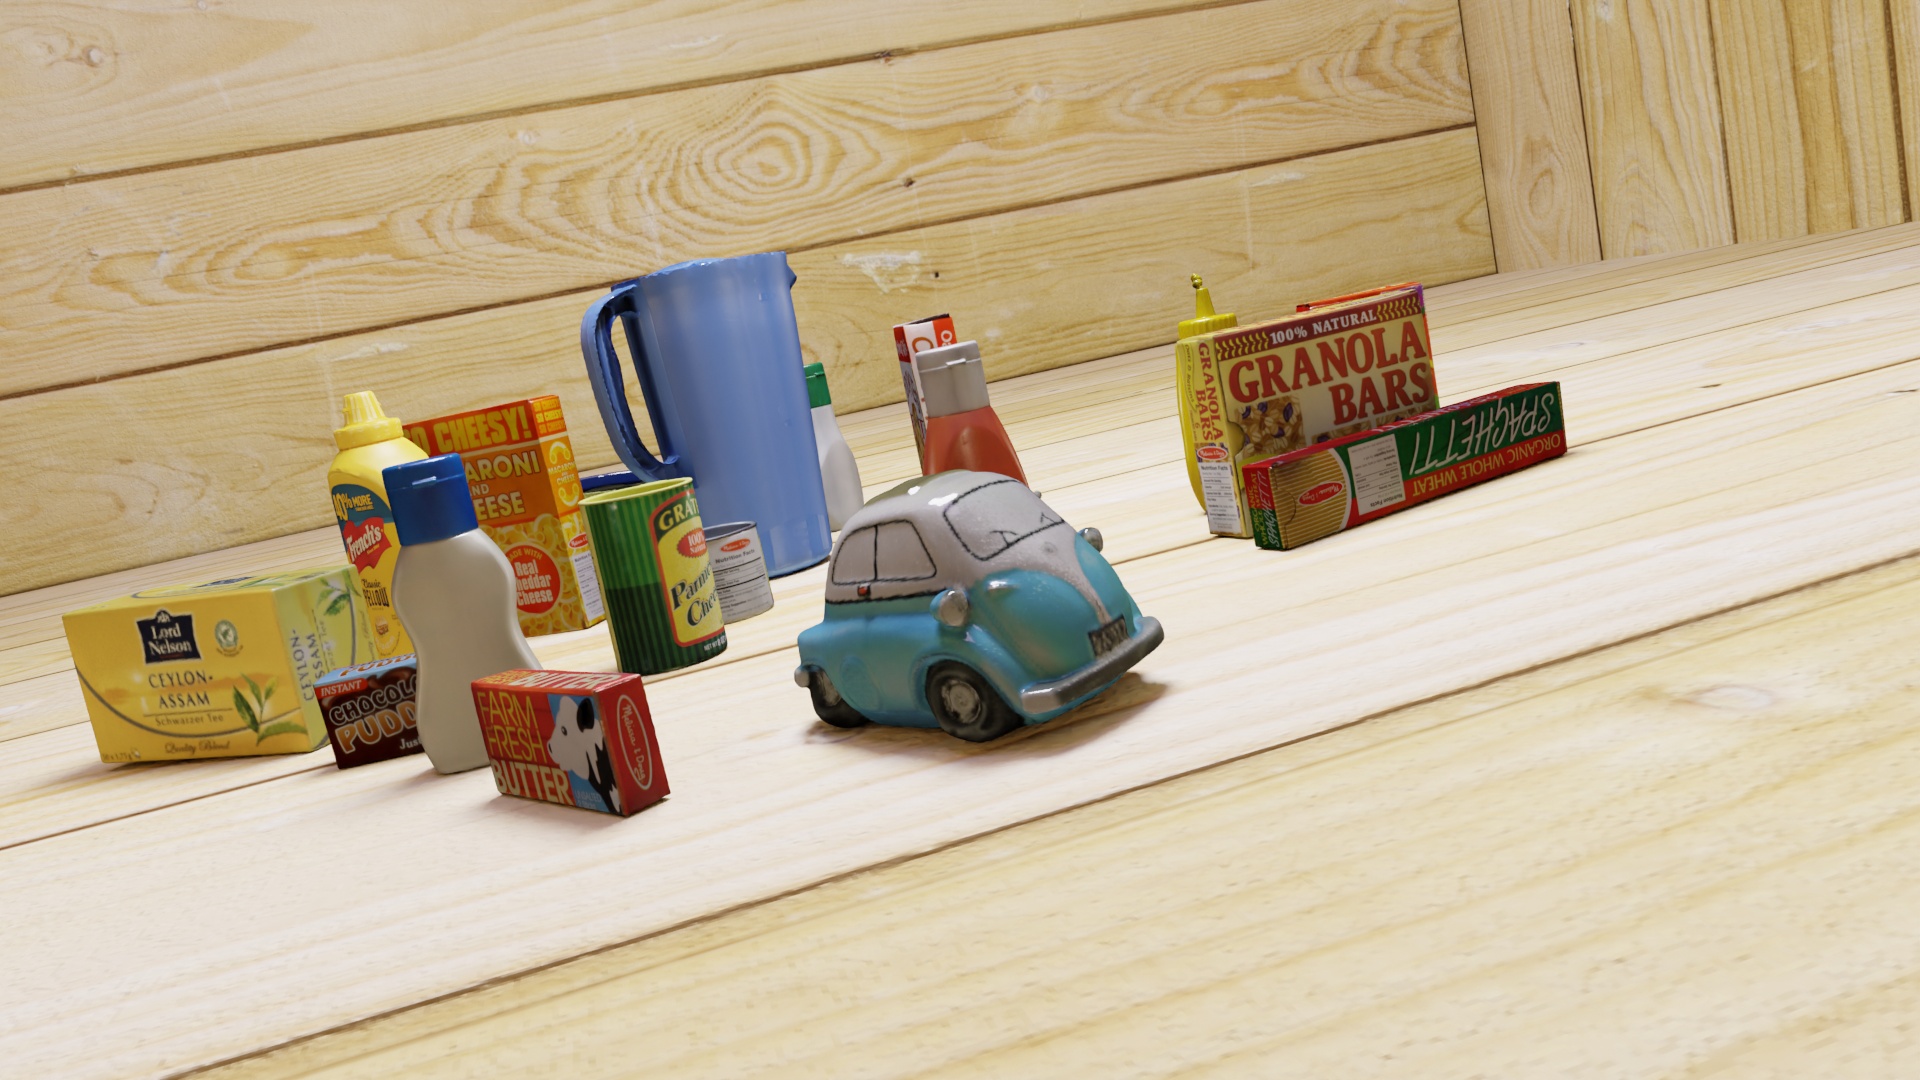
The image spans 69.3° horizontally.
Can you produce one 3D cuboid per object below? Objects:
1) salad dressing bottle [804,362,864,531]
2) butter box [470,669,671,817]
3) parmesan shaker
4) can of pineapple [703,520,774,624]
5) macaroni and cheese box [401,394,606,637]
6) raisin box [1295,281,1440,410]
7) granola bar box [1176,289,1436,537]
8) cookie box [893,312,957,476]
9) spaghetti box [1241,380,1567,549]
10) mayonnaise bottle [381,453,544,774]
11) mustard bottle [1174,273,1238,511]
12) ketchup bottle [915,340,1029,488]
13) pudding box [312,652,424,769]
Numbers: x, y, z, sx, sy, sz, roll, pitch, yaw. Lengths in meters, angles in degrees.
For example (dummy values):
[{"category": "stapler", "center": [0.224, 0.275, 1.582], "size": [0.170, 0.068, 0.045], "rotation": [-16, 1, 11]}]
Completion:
[{"category": "salad dressing bottle", "center": [-0.124, -0.082, 1.230], "size": [0.044, 0.147, 0.064], "rotation": [-5, 11, 36]}, {"category": "butter box", "center": [-0.164, 0.082, 0.578], "size": [0.103, 0.053, 0.024], "rotation": [-3, 12, 44]}, {"category": "parmesan shaker", "center": [-0.178, 0.020, 0.814], "size": [0.071, 0.103, 0.071], "rotation": [-11, 9, 2]}, {"category": "can of pineapple", "center": [-0.162, 0.022, 0.922], "size": [0.071, 0.057, 0.071], "rotation": [-11, 9, 2]}, {"category": "macaroni and cheese box", "center": [-0.331, -0.013, 1.004], "size": [0.123, 0.166, 0.040], "rotation": [-9, 9, 19]}, {"category": "raisin box", "center": [0.300, -0.121, 1.018], "size": [0.086, 0.123, 0.040], "rotation": [-12, 9, -2]}, {"category": "granola bar box", "center": [0.223, -0.081, 0.868], "size": [0.166, 0.124, 0.039], "rotation": [-16, 10, -25]}, {"category": "cookie box", "center": [-0.014, -0.089, 1.071], "size": [0.040, 0.167, 0.123], "rotation": [-12, 9, -5]}, {"category": "spaghetti box", "center": [0.275, -0.049, 0.841], "size": [0.251, 0.050, 0.028], "rotation": [-16, 10, -28]}, {"category": "mayonnaise bottle", "center": [-0.240, 0.033, 0.667], "size": [0.065, 0.147, 0.041], "rotation": [-14, 9, -18]}, {"category": "mustard bottle", "center": [0.174, -0.101, 0.939], "size": [0.049, 0.160, 0.065], "rotation": [-6, 10, 32]}, {"category": "ketchup bottle", "center": [0.007, -0.038, 0.795], "size": [0.065, 0.148, 0.043], "rotation": [-13, 9, -12]}, {"category": "pudding box", "center": [-0.285, 0.084, 0.723], "size": [0.084, 0.049, 0.030], "rotation": [-12, 9, -2]}]
